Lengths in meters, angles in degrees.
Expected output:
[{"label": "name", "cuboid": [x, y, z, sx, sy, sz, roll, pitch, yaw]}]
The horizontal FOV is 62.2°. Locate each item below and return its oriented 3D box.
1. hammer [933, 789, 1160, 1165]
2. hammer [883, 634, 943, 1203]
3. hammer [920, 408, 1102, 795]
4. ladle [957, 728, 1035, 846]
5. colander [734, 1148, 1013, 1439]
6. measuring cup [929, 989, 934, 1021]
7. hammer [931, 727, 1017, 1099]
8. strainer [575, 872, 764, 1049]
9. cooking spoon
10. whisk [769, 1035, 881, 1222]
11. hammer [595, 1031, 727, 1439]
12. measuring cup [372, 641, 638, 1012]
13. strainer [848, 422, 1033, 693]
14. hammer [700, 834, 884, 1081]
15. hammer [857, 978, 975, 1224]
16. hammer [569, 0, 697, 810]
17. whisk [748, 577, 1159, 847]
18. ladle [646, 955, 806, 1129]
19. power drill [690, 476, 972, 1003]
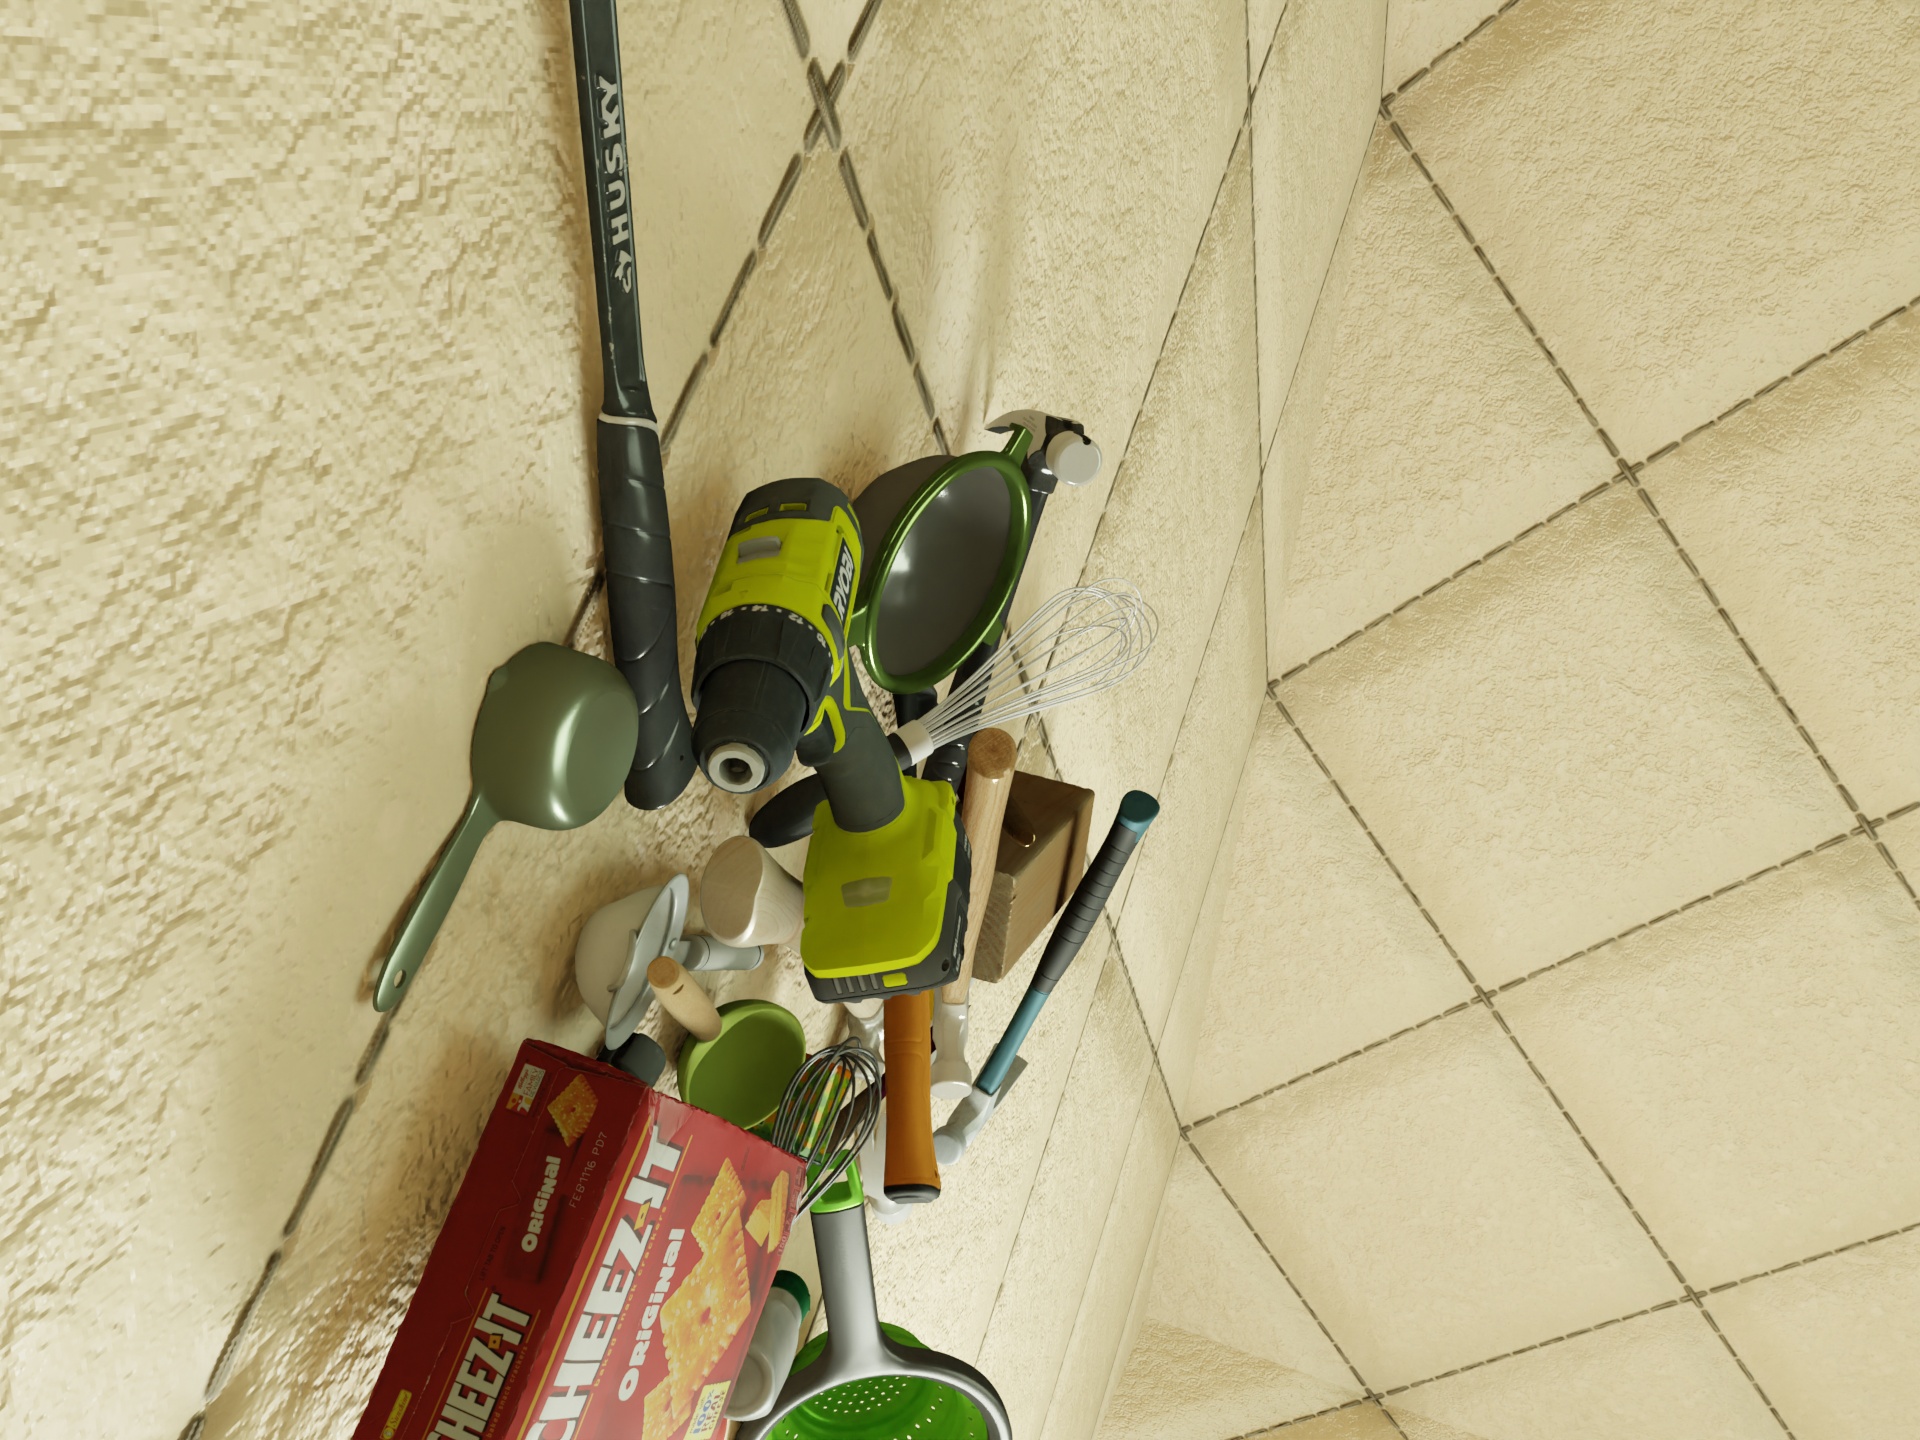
[{"label": "hammer", "cuboid": [0.072, 0.203, 1.286, 0.331, 0.033, 0.128, -63, 168, 15]}, {"label": "hammer", "cuboid": [-0.033, 0.115, 0.958, 0.127, 0.034, 0.337, 66, 20, -62]}, {"label": "hammer", "cuboid": [0.013, -0.051, 1.089, 0.146, 0.035, 0.334, -123, -133, -63]}, {"label": "ladle", "cuboid": [0.022, 0.051, 1.096, 0.315, 0.031, 0.069, -132, -134, -81]}, {"label": "colander", "cuboid": [-0.076, 0.441, 1.135, 0.095, 0.204, 0.396, -114, -163, -63]}, {"label": "measuring cup", "cuboid": [-0.019, 0.189, 1.262, 0.156, 0.029, 0.062, -52, 151, -57]}, {"label": "hammer", "cuboid": [0.005, 0.113, 1.013, 0.331, 0.031, 0.130, 98, -6, -52]}, {"label": "strainer", "cuboid": [-0.142, 0.118, 0.805, 0.258, 0.050, 0.087, 41, 70, -77]}, {"label": "cooking spoon", "cuboid": [-0.077, 0.275, 1.105, 0.068, 0.017, 0.319, -46, 172, 33]}, {"label": "whisk", "cuboid": [-0.107, 0.283, 0.876, 0.239, 0.055, 0.055, -64, 163, 3]}, {"label": "hammer", "cuboid": [-0.178, 0.326, 0.859, 0.358, 0.037, 0.149, 86, 25, -44]}, {"label": "measuring cup", "cuboid": [-0.178, 0.045, 0.633, 0.083, 0.038, 0.168, 77, 29, -55]}, {"label": "strainer", "cuboid": [-0.062, -0.074, 0.890, 0.256, 0.069, 0.151, -33, 143, -41]}, {"label": "hammer", "cuboid": [-0.078, 0.124, 0.953, 0.410, 0.038, 0.146, 68, 38, -71]}, {"label": "hammer", "cuboid": [0.008, 0.214, 1.348, 0.143, 0.035, 0.406, 83, 27, -50]}, {"label": "hammer", "cuboid": [-0.136, -0.135, 0.635, 0.149, 0.036, 0.408, -51, 151, -51]}, {"label": "whisk", "cuboid": [-0.002, -0.004, 0.935, 0.284, 0.070, 0.070, -31, 144, -18]}, {"label": "ladle", "cuboid": [-0.115, 0.152, 0.760, 0.078, 0.062, 0.320, -45, 170, -15]}, {"label": "power drill", "cuboid": [-0.062, 0.024, 0.744, 0.191, 0.080, 0.228, -85, 161, -52]}]
